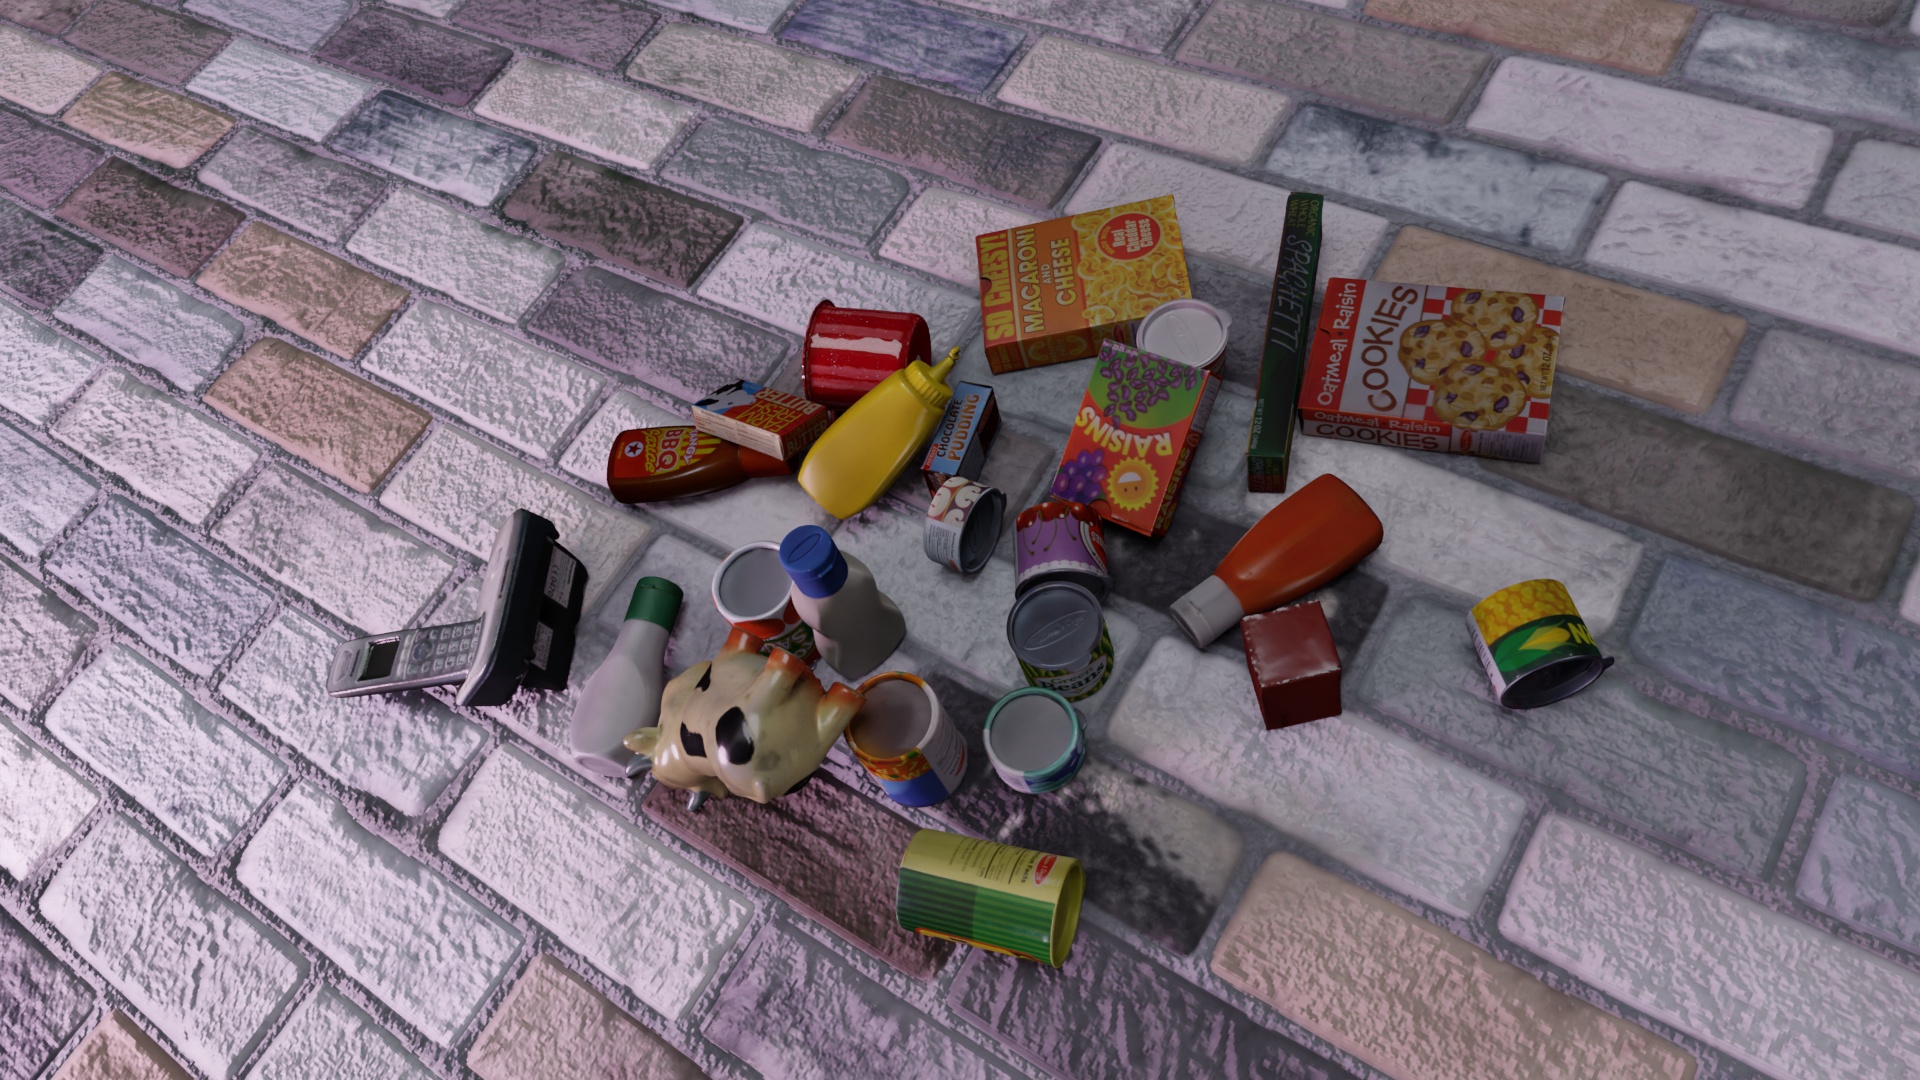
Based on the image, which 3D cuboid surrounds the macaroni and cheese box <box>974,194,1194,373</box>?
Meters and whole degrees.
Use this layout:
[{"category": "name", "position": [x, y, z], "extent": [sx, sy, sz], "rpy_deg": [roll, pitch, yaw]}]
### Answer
[{"category": "macaroni and cheese box", "position": [0.099, -0.207, 1.119], "extent": [0.166, 0.040, 0.124], "rpy_deg": [-10, 57, 9]}]

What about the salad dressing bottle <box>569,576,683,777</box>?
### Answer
[{"category": "salad dressing bottle", "position": [-0.242, 0.098, 1.025], "extent": [0.064, 0.043, 0.148], "rpy_deg": [2, 59, 18]}]

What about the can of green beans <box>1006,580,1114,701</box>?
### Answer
[{"category": "can of green beans", "position": [0.069, 0.070, 0.950], "extent": [0.071, 0.057, 0.071], "rpy_deg": [-7, 58, 11]}]

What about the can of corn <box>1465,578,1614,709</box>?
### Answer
[{"category": "can of corn", "position": [0.362, 0.064, 0.871], "extent": [0.071, 0.071, 0.058], "rpy_deg": [-17, 57, 5]}]

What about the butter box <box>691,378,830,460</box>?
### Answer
[{"category": "butter box", "position": [-0.155, -0.095, 1.081], "extent": [0.103, 0.024, 0.053], "rpy_deg": [20, 43, 35]}]

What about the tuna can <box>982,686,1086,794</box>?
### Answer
[{"category": "tuna can", "position": [0.052, 0.132, 0.932], "extent": [0.071, 0.032, 0.071], "rpy_deg": [-7, 59, 11]}]

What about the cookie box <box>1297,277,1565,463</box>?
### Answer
[{"category": "cookie box", "position": [0.340, -0.127, 1.006], "extent": [0.167, 0.040, 0.123], "rpy_deg": [9, 63, 20]}]

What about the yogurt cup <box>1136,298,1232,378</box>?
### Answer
[{"category": "yogurt cup", "position": [0.170, -0.141, 1.052], "extent": [0.072, 0.053, 0.073], "rpy_deg": [-7, 59, 11]}]

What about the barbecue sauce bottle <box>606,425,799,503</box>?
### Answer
[{"category": "barbecue sauce bottle", "position": [-0.205, -0.065, 1.112], "extent": [0.148, 0.043, 0.065], "rpy_deg": [-4, 53, 12]}]

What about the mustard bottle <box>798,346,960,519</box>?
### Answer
[{"category": "mustard bottle", "position": [-0.052, -0.087, 1.042], "extent": [0.065, 0.049, 0.160], "rpy_deg": [44, 109, -5]}]

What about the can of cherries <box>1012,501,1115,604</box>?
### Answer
[{"category": "can of cherries", "position": [0.073, 0.012, 0.979], "extent": [0.071, 0.071, 0.058], "rpy_deg": [-8, 57, 10]}]

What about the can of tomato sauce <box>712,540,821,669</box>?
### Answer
[{"category": "can of tomato sauce", "position": [-0.134, 0.050, 1.001], "extent": [0.071, 0.082, 0.071], "rpy_deg": [-7, 58, 11]}]

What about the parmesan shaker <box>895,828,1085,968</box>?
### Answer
[{"category": "parmesan shaker", "position": [0.020, 0.221, 0.871], "extent": [0.103, 0.071, 0.071], "rpy_deg": [8, 62, 20]}]

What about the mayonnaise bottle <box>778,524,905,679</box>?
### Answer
[{"category": "mayonnaise bottle", "position": [-0.084, 0.040, 0.955], "extent": [0.065, 0.147, 0.041], "rpy_deg": [-43, 59, -12]}]

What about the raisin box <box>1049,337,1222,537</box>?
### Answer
[{"category": "raisin box", "position": [0.126, -0.074, 1.002], "extent": [0.086, 0.040, 0.123], "rpy_deg": [22, 97, 25]}]

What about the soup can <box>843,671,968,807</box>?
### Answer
[{"category": "soup can", "position": [-0.039, 0.133, 0.926], "extent": [0.071, 0.083, 0.071], "rpy_deg": [-7, 59, 12]}]

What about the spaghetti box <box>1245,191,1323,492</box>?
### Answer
[{"category": "spaghetti box", "position": [0.245, -0.153, 1.042], "extent": [0.029, 0.050, 0.251], "rpy_deg": [6, 62, 16]}]

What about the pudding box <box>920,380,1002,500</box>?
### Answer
[{"category": "pudding box", "position": [0.002, -0.074, 1.059], "extent": [0.030, 0.049, 0.084], "rpy_deg": [15, 65, 18]}]

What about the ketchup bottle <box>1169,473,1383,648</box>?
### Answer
[{"category": "ketchup bottle", "position": [0.213, 0.017, 0.952], "extent": [0.149, 0.043, 0.065], "rpy_deg": [-34, 57, -6]}]

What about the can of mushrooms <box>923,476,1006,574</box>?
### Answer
[{"category": "can of mushrooms", "position": [0.004, -0.013, 1.013], "extent": [0.033, 0.070, 0.071], "rpy_deg": [18, 66, 25]}]
